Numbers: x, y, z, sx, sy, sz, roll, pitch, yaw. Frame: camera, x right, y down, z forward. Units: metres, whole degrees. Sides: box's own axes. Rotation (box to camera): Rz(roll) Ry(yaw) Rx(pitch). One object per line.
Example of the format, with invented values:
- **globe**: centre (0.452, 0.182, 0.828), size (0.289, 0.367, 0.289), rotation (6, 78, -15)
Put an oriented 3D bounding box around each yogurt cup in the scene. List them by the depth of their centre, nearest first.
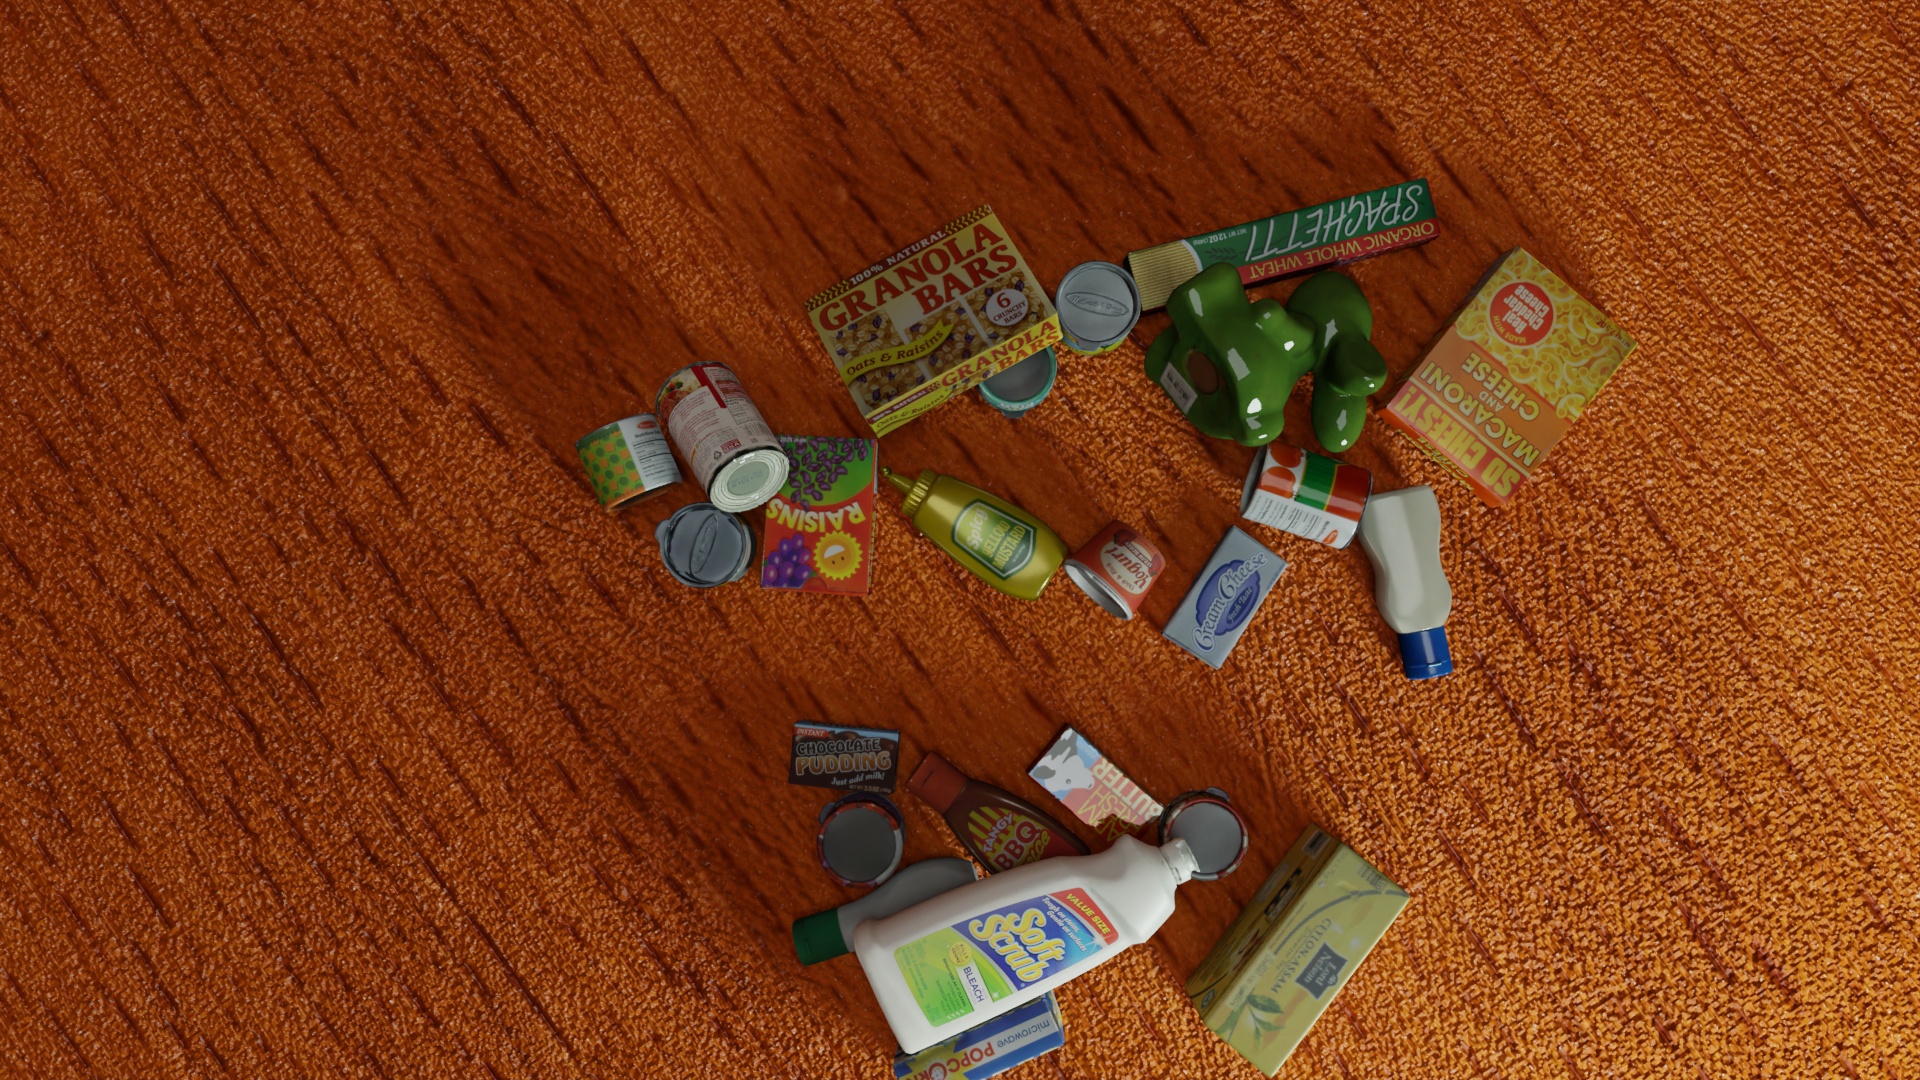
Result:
- **yogurt cup**: centre (0.122, 0.021, 1.080), size (0.072, 0.072, 0.054), rotation (42, 81, 1)

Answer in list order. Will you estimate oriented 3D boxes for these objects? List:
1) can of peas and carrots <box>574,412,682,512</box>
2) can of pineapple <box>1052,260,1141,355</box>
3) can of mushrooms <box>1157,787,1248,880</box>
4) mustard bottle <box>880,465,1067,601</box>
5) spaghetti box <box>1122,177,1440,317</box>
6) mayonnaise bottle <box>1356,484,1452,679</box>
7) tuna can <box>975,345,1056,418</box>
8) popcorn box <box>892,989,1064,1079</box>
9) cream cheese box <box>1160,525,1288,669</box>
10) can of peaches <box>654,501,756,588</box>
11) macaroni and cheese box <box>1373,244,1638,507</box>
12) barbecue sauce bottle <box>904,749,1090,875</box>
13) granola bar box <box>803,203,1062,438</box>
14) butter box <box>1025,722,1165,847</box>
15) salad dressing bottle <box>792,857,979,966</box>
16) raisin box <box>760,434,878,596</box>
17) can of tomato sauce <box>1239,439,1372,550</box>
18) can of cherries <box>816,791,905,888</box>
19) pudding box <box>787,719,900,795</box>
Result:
- **can of peas and carrots**: centre (-0.260, -0.059, 1.083), size (0.071, 0.071, 0.058), rotation (-24, 89, -1)
- **can of pineapple**: centre (0.104, -0.180, 1.090), size (0.071, 0.058, 0.071), rotation (0, 88, 0)
- **can of mushrooms**: centre (0.190, 0.229, 1.086), size (0.071, 0.033, 0.071), rotation (0, 88, 1)
- **mustard bottle**: centre (0.004, -0.014, 1.088), size (0.160, 0.049, 0.065), rotation (31, 87, 1)
- **spaghetti box**: centre (0.256, -0.234, 1.107), size (0.250, 0.028, 0.050), rotation (-15, 89, 0)
- **mayonnaise bottle**: centre (0.353, 0.033, 1.091), size (0.065, 0.041, 0.148), rotation (-11, 89, 1)
- **tuna can**: centre (0.043, -0.134, 1.101), size (0.071, 0.033, 0.071), rotation (0, 87, 0)
- **popcorn box**: centre (0.014, 0.378, 1.054), size (0.127, 0.085, 0.038), rotation (-24, 87, 0)
- **cream cheese box**: centre (0.208, 0.045, 1.098), size (0.053, 0.024, 0.104), rotation (34, 88, 2)
- **can of peaches**: centre (-0.198, 0.003, 1.083), size (0.071, 0.058, 0.071), rotation (0, 88, 1)
- **macaroni and cheese box**: centre (0.429, -0.128, 1.097), size (0.124, 0.040, 0.166), rotation (40, 88, 1)
- **barbecue sauce bottle**: centre (0.026, 0.221, 1.081), size (0.148, 0.043, 0.065), rotation (37, 89, 2)
- **granola bar box**: centre (-0.022, -0.171, 1.078), size (0.165, 0.039, 0.124), rotation (-28, 64, -1)
- **butter box**: centre (0.106, 0.196, 1.092), size (0.103, 0.024, 0.053), rotation (41, 88, 1)
- **salad dressing bottle**: centre (-0.056, 0.291, 1.079), size (0.148, 0.044, 0.064), rotation (-17, 90, 0)
- **raisin box**: centre (-0.109, -0.020, 1.093), size (0.086, 0.040, 0.123), rotation (3, 88, -1)
- **can of tomato sauce**: centre (0.268, -0.038, 1.081), size (0.083, 0.071, 0.071), rotation (18, 88, 1)
- **can of cherries**: centre (-0.079, 0.230, 1.073), size (0.071, 0.058, 0.071), rotation (0, 88, 0)
- **pudding box**: centre (-0.090, 0.170, 1.090), size (0.084, 0.030, 0.049), rotation (6, 87, 0)
